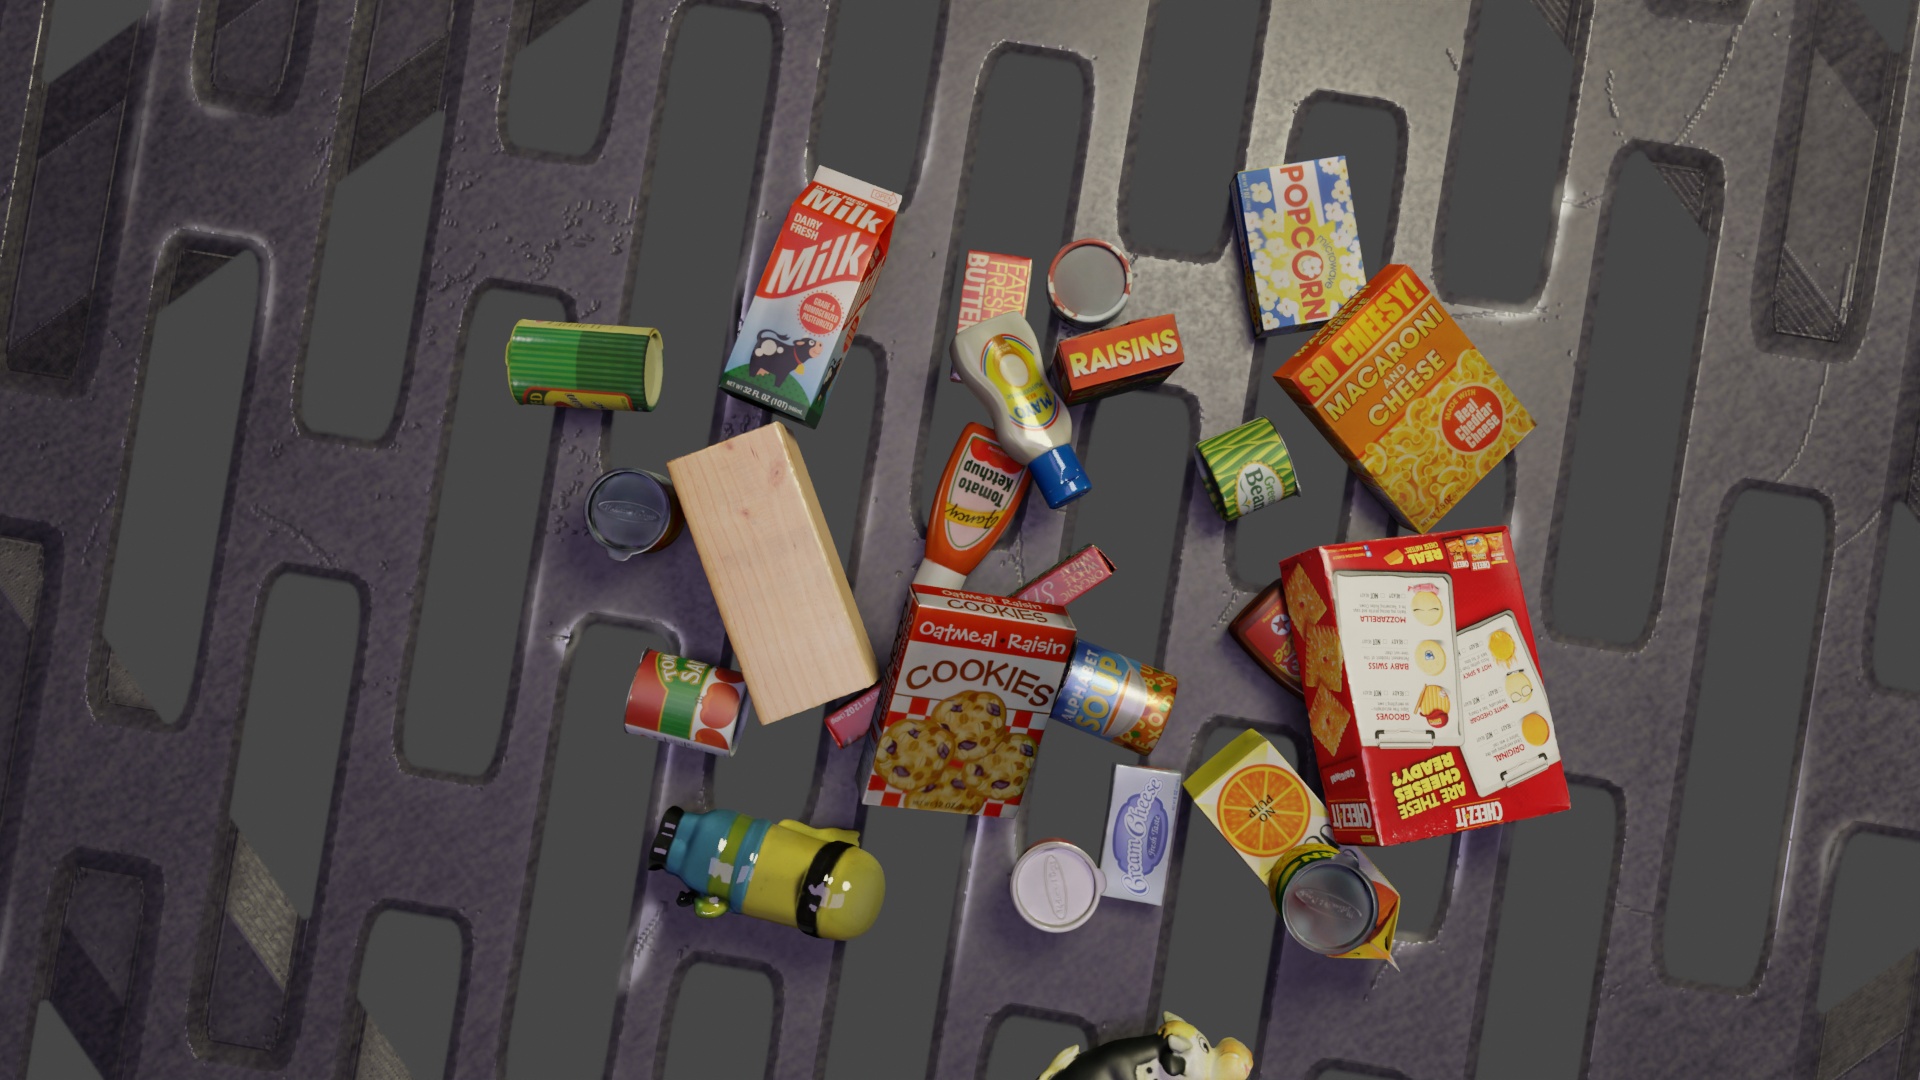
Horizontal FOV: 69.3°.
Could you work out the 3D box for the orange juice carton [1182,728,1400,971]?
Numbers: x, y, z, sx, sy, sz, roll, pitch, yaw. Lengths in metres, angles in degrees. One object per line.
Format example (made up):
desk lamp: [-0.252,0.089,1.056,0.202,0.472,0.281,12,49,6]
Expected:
orange juice carton: [0.260,0.241,1.050,0.073,0.072,0.192,-40,88,1]

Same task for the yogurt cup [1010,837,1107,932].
yogurt cup: [0.072,0.259,1.062,0.072,0.054,0.072,0,89,1]

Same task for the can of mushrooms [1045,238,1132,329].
can of mushrooms: [0.099,-0.202,1.079,0.071,0.033,0.071,0,90,2]

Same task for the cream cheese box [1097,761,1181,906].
cream cheese box: [0.137,0.226,1.076,0.053,0.024,0.103,8,89,3]

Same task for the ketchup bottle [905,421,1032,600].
ketchup bottle: [0.004,-0.013,1.073,0.065,0.043,0.148,25,90,-3]

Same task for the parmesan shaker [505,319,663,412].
parmesan shaker: [-0.287,-0.134,1.066,0.103,0.071,0.071,4,90,1]

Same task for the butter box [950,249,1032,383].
butter box: [0.024,-0.172,1.085,0.053,0.024,0.103,7,90,1]

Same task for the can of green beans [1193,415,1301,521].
can of green beans: [0.217,-0.054,1.058,0.058,0.071,0.071,-22,89,1]

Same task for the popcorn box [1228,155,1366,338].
popcorn box: [0.262,-0.227,1.074,0.085,0.038,0.126,-9,89,-1]

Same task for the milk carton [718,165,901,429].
milk carton: [-0.112,-0.188,1.063,0.072,0.073,0.190,21,89,1]

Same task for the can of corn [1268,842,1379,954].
can of corn: [0.257,0.250,0.984,0.071,0.058,0.071,0,89,2]

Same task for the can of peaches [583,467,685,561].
can of peaches: [-0.251,-0.020,1.071,0.071,0.058,0.071,0,90,1]

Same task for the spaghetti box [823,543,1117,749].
spaghetti box: [0.007,0.079,1.068,0.250,0.050,0.028,-33,90,0]

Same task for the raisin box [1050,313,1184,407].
raisin box: [0.115,-0.133,1.033,0.086,0.123,0.040,-14,90,1]

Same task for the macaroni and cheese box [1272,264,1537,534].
macaroni and cheese box: [0.335,-0.106,1.050,0.124,0.040,0.166,-44,105,0]

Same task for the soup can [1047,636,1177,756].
soup can: [0.115,0.119,1.055,0.084,0.071,0.071,21,90,1]

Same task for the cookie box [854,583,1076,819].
cookie box: [0.002,0.121,1.030,0.123,0.040,0.166,10,110,-18]

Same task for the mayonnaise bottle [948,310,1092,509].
mayonnaise bottle: [0.050,-0.096,1.038,0.065,0.041,0.148,-24,80,-17]

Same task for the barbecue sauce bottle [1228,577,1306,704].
barbecue sauce bottle: [0.278,0.100,1.066,0.065,0.043,0.148,-44,89,-2]

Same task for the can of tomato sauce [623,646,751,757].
can of tomato sauce: [-0.206,0.123,1.063,0.083,0.071,0.071,14,90,1]
